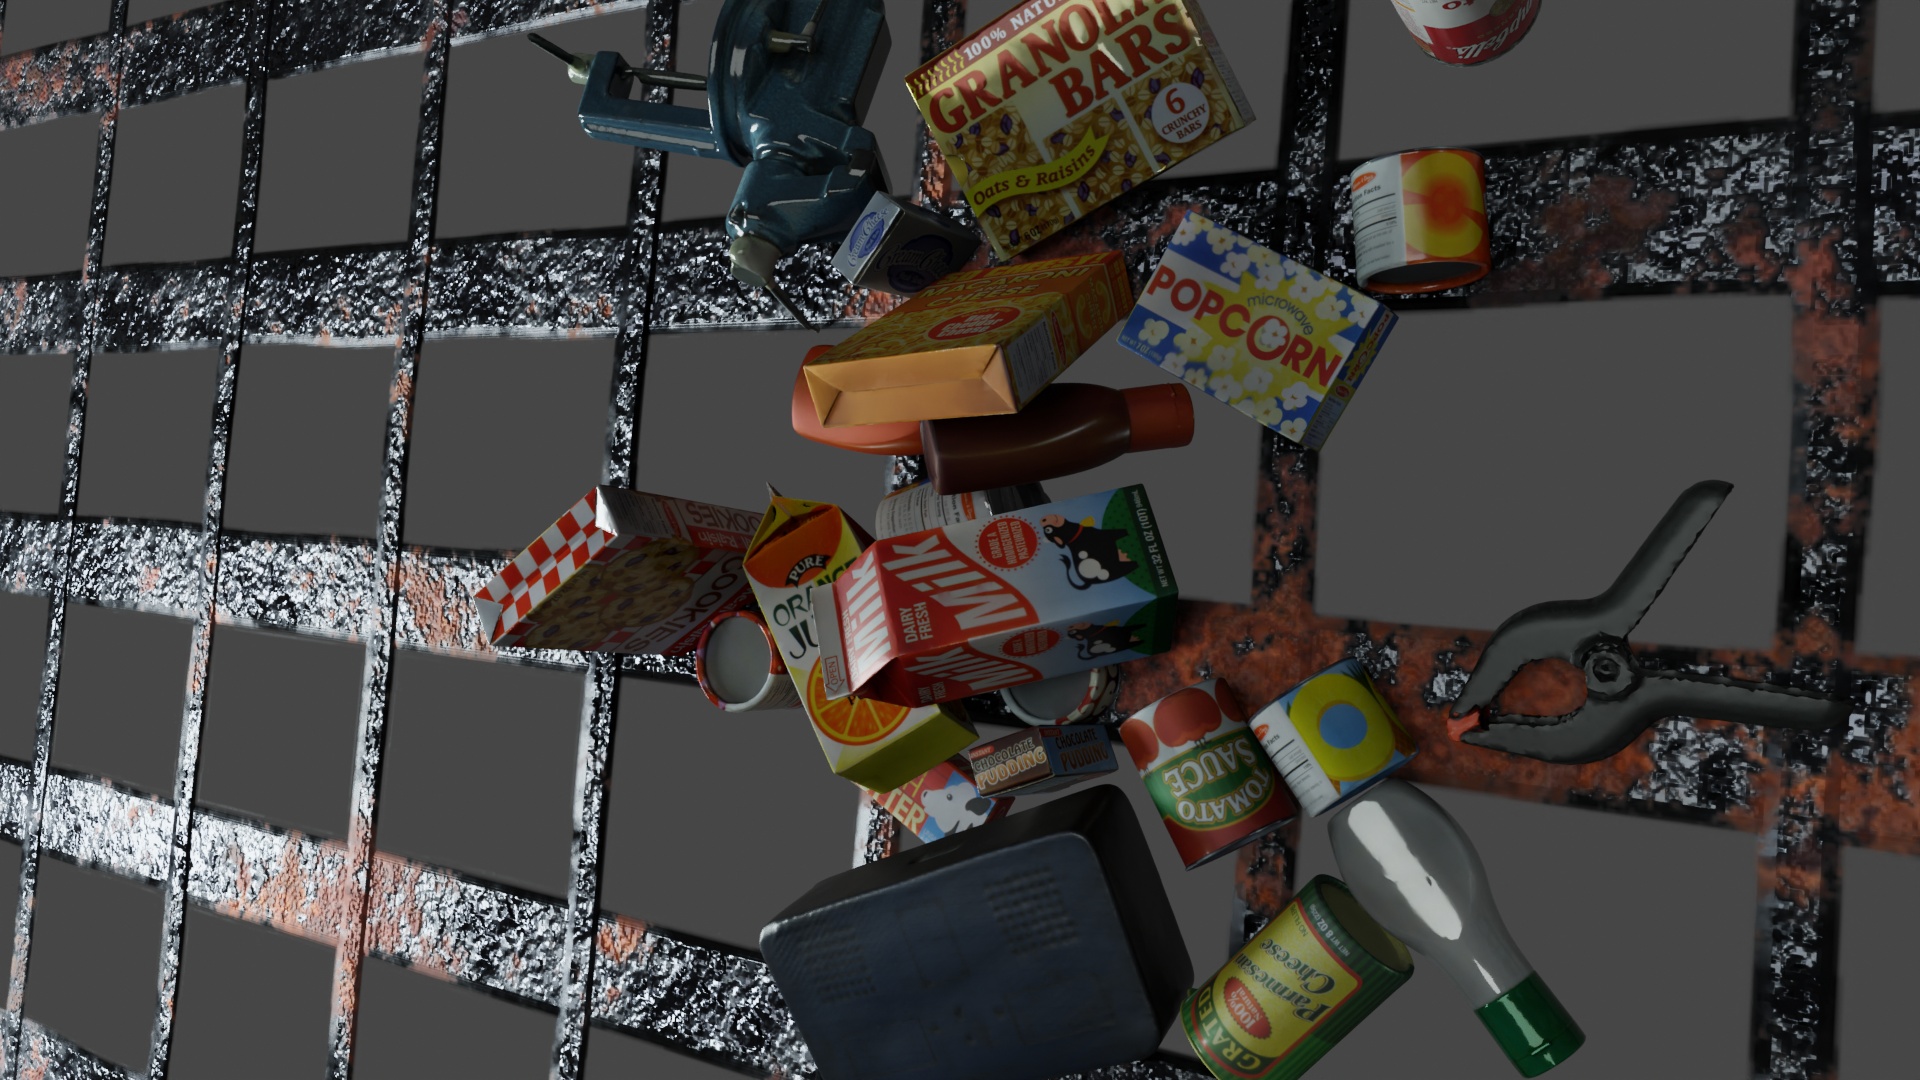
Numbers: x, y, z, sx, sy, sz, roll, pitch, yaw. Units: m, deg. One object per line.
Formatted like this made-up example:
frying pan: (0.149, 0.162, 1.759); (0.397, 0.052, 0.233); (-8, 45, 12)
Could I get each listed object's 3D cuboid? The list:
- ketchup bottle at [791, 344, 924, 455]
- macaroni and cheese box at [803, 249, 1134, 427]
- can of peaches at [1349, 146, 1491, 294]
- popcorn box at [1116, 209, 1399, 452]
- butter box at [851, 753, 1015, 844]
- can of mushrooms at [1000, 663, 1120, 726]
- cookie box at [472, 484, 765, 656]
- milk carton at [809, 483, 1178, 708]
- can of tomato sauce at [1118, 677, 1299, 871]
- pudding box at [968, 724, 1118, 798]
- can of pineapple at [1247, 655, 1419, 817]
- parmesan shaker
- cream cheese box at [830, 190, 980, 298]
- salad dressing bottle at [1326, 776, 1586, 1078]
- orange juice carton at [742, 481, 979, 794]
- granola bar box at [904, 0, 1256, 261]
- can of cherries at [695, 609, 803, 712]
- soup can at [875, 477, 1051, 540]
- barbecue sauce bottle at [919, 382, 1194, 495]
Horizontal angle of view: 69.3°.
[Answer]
ketchup bottle: (-0.036, -0.081, 0.871); (0.149, 0.043, 0.064); (15, 94, 30)
macaroni and cheese box: (0.009, -0.114, 0.780); (0.123, 0.167, 0.040); (-1, 115, 31)
can of peaches: (0.236, -0.161, 0.707); (0.071, 0.071, 0.058); (-5, 83, 30)
popcorn box: (0.160, -0.116, 0.762); (0.127, 0.038, 0.085); (35, 103, 28)
butter box: (-0.021, 0.150, 0.853); (0.104, 0.024, 0.053); (35, 104, 28)
can of mushrooms: (0.057, 0.074, 0.809); (0.071, 0.033, 0.071); (-3, 84, 31)
cookie box: (-0.201, 0.025, 0.887); (0.122, 0.167, 0.040); (-38, 66, 23)
milk carton: (0.016, 0.036, 0.756); (0.191, 0.073, 0.072); (-12, 59, -2)
can of tomato sauce: (0.131, 0.123, 0.740); (0.071, 0.071, 0.083); (-34, 69, 24)
pudding box: (0.047, 0.124, 0.782); (0.049, 0.084, 0.030); (-24, 72, 27)
can of pineapple: (0.192, 0.100, 0.710); (0.071, 0.071, 0.058); (-39, 69, 22)
parmesan shaker: (0.170, 0.227, 0.712); (0.071, 0.071, 0.103); (47, 109, 25)
cream cheese box: (-0.032, -0.175, 0.842); (0.024, 0.104, 0.053); (43, 109, 19)
salad dressing bottle: (0.243, 0.189, 0.685); (0.064, 0.044, 0.148); (-39, 69, 14)
orange juice carton: (-0.069, 0.050, 0.847); (0.073, 0.071, 0.193); (-32, 62, 6)
granola bar box: (0.067, -0.255, 0.803); (0.165, 0.039, 0.124); (-25, 98, 26)
can of cherries: (-0.130, 0.076, 0.904); (0.071, 0.058, 0.071); (-2, 85, 30)
soup can: (0.003, -0.010, 0.829); (0.083, 0.071, 0.071); (-20, 76, 32)
barbecue sauce bottle: (0.054, -0.062, 0.774); (0.149, 0.043, 0.065); (-8, 41, -8)
